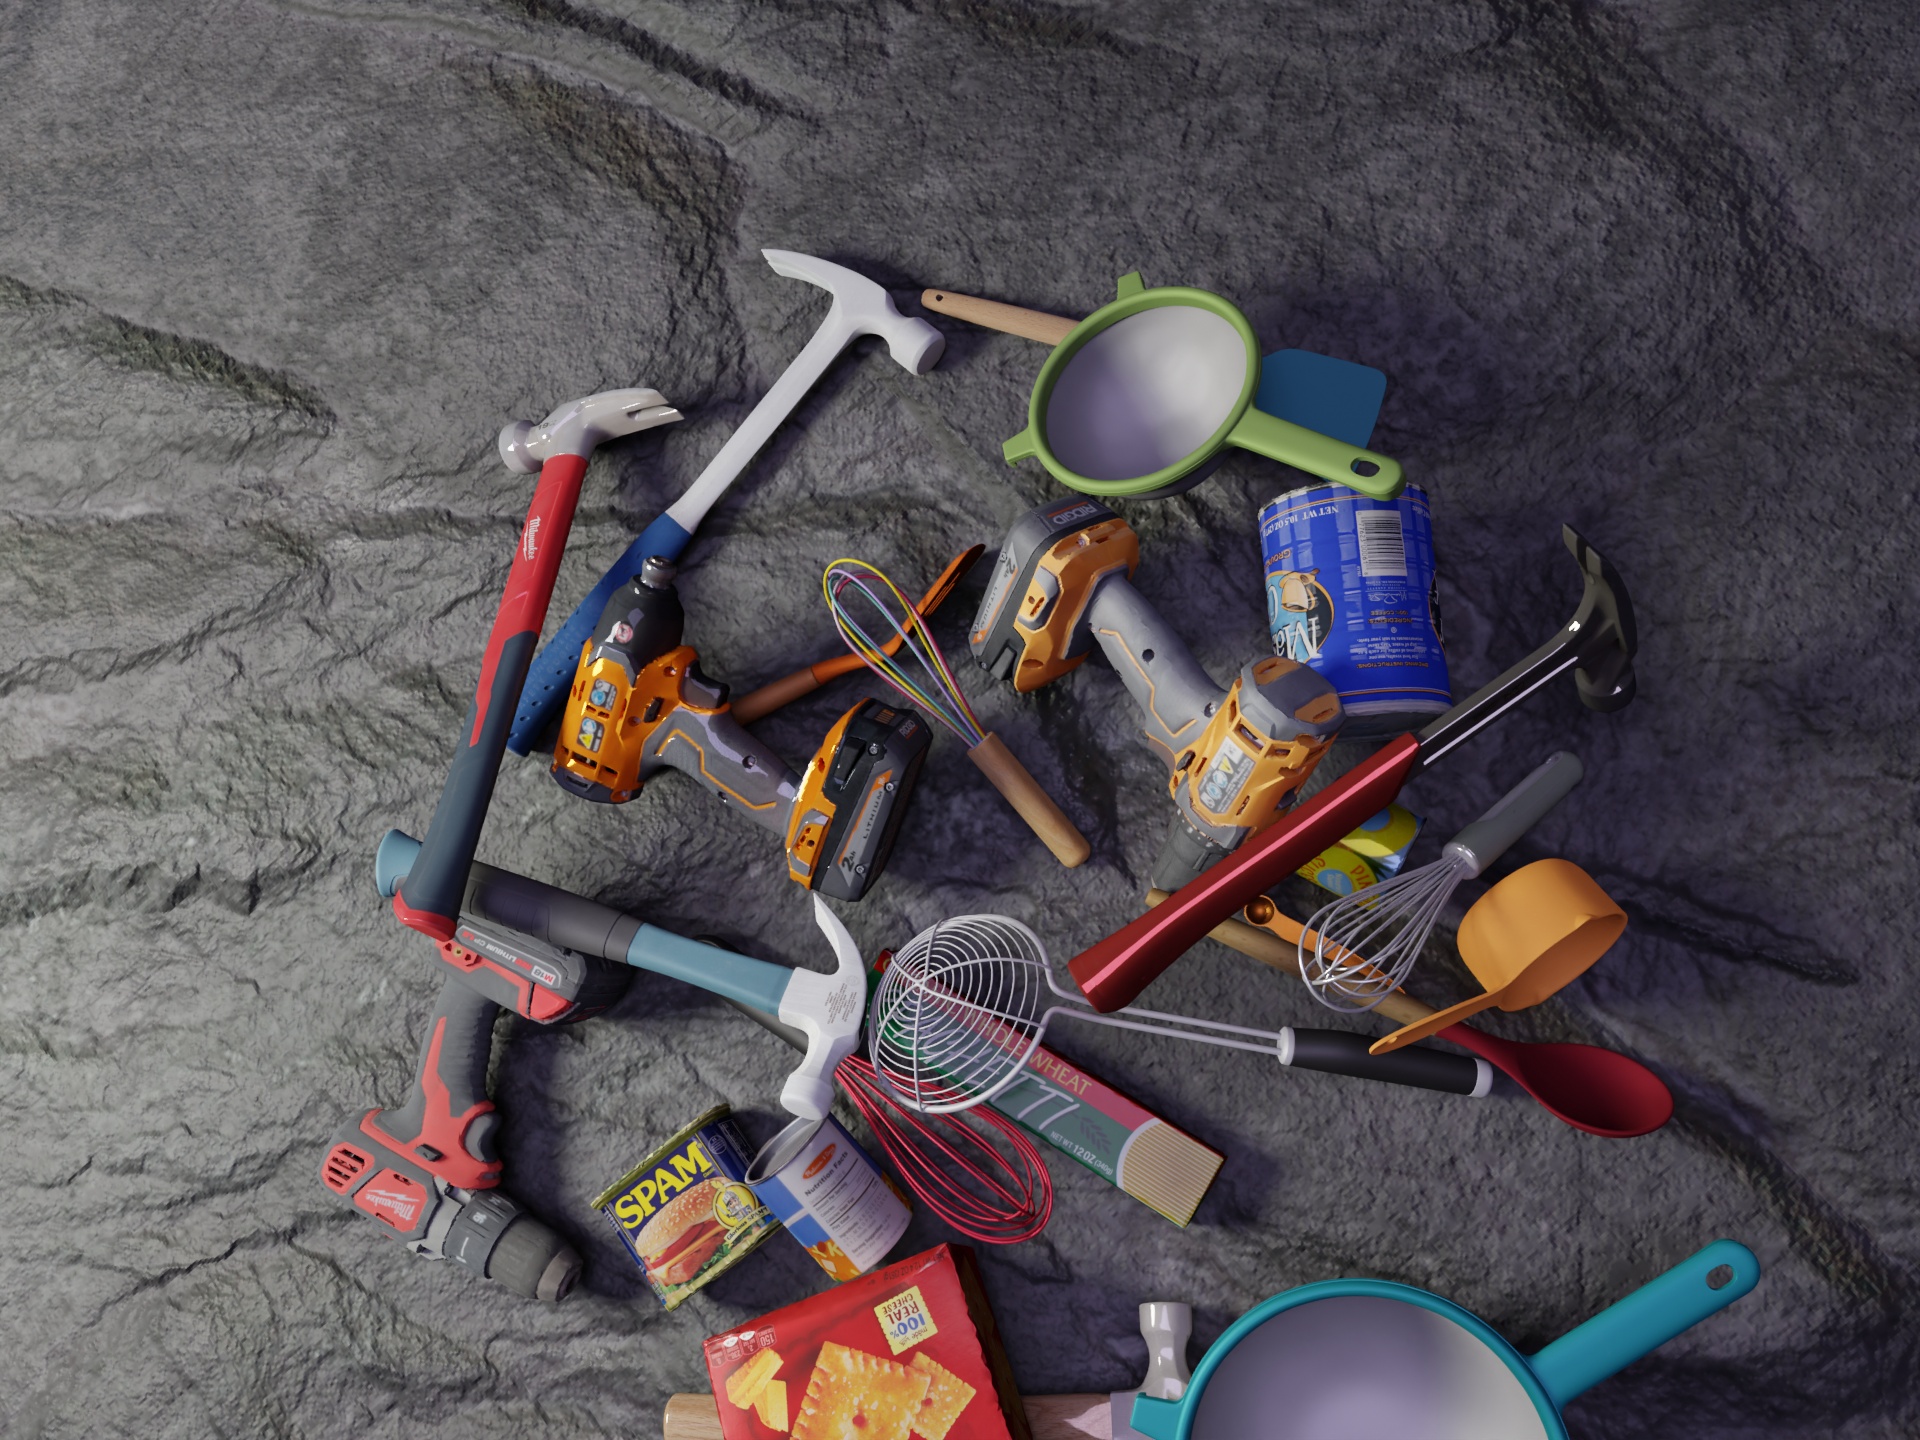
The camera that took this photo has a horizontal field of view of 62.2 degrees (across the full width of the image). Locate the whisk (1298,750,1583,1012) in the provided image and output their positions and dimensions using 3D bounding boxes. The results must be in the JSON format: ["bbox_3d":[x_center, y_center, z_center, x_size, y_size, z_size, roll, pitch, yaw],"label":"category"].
[{"bbox_3d":[0.279,0.084,0.904,0.246,0.058,0.059,-33,86,-27],"label":"whisk"}]

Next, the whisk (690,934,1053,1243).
[{"bbox_3d":[-0.065,0.223,0.996,0.296,0.073,0.073,34,88,21],"label":"whisk"}]

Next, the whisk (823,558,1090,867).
[{"bbox_3d":[0.000,-0.004,0.990,0.047,0.051,0.245,-39,97,13],"label":"whisk"}]

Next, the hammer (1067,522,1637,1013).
[{"bbox_3d":[0.209,0.042,0.871,0.359,0.149,0.037,-36,50,6],"label":"hammer"}]

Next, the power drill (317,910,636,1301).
[{"bbox_3d":[-0.294,0.245,1.030,0.188,0.080,0.227,24,88,15],"label":"power drill"}]

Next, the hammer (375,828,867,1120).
[{"bbox_3d":[-0.212,0.134,0.979,0.331,0.033,0.128,17,56,10],"label":"hammer"}]

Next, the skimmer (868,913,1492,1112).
[{"bbox_3d":[0.127,0.194,0.953,0.363,0.090,0.127,10,56,-3],"label":"skimmer"}]

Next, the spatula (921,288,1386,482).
[{"bbox_3d":[0.118,-0.240,1.058,0.317,0.044,0.082,20,86,19],"label":"spatula"}]

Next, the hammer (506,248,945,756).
[{"bbox_3d":[-0.191,-0.148,1.098,0.144,0.035,0.405,40,90,15],"label":"hammer"}]

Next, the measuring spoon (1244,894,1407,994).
[{"bbox_3d":[0.225,0.144,0.973,0.117,0.011,0.021,34,87,12],"label":"measuring spoon"}]

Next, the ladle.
[{"bbox_3d":[0.255,0.167,0.930,0.315,0.069,0.031,23,126,10],"label":"ladle"}]

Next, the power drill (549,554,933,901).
[{"bbox_3d":[-0.138,0.003,1.003,0.226,0.084,0.164,23,110,7],"label":"power drill"}]

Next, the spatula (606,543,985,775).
[{"bbox_3d":[-0.120,-0.028,1.056,0.322,0.081,0.041,-25,93,11],"label":"spatula"}]

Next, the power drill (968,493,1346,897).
[{"bbox_3d":[0.108,-0.006,0.965,0.084,0.185,0.226,-25,59,-39],"label":"power drill"}]

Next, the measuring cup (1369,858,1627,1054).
[{"bbox_3d":[0.292,0.135,0.902,0.173,0.095,0.052,-21,55,-15],"label":"measuring cup"}]

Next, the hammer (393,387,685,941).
[{"bbox_3d":[-0.277,-0.046,1.020,0.143,0.038,0.387,-8,59,28],"label":"hammer"}]

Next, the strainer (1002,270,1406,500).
[{"bbox_3d":[0.161,-0.170,0.963,0.257,0.069,0.151,29,81,35],"label":"strainer"}]

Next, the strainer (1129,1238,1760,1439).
[{"bbox_3d":[0.277,0.376,0.877,0.340,0.095,0.211,-32,78,2],"label":"strainer"}]

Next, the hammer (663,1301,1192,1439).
[{"bbox_3d":[-0.021,0.424,0.955,0.331,0.031,0.130,-7,66,13],"label":"hammer"}]
